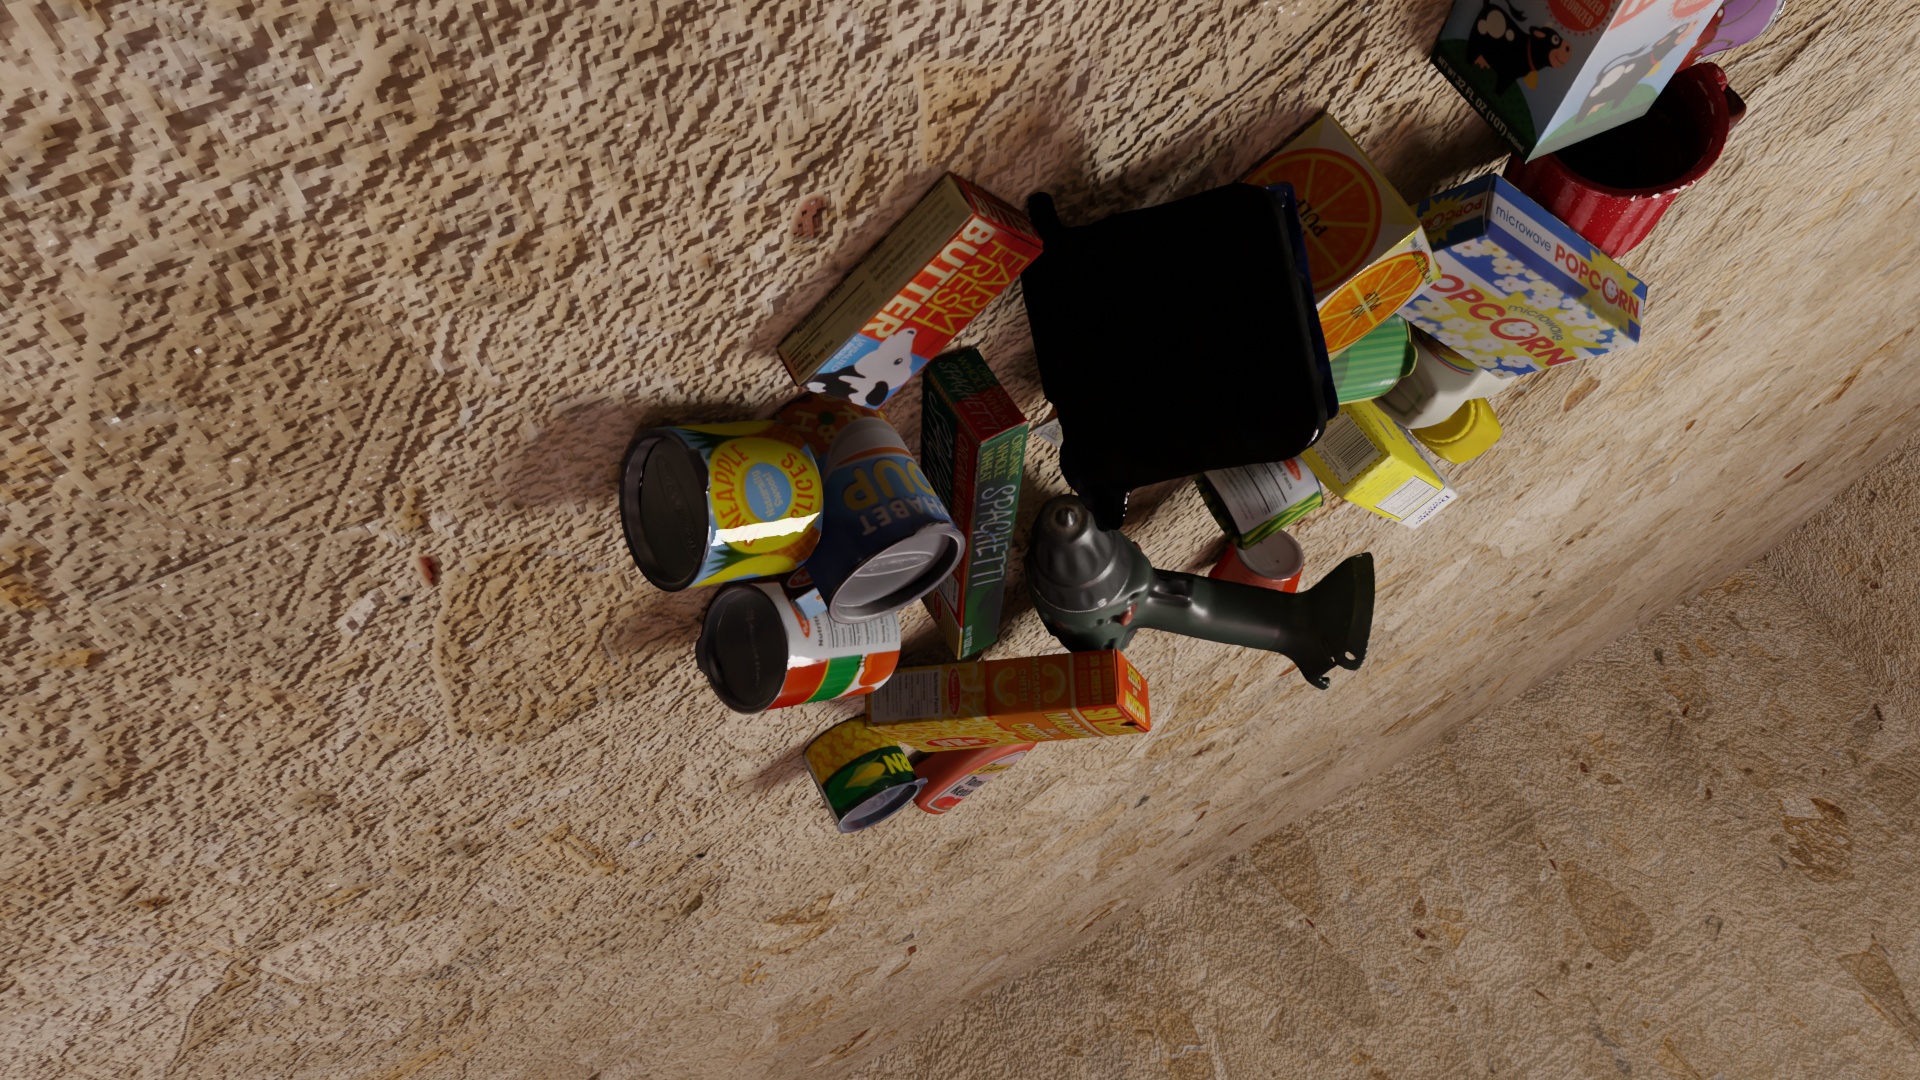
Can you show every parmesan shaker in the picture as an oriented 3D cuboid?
[{"bbox_3d":[0.182,-0.100,0.735,0.103,0.071,0.071,-12,150,-37],"label":"parmesan shaker"}]

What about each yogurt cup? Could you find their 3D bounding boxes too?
[{"bbox_3d":[0.227,0.025,1.057,0.072,0.072,0.053,-20,146,-25],"label":"yogurt cup"}]

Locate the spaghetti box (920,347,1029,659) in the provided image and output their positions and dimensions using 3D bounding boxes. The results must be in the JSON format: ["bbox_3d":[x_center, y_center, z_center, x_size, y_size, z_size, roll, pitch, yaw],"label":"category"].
[{"bbox_3d":[0.003,-0.009,0.726,0.029,0.050,0.248,-27,157,-15],"label":"spaghetti box"}]

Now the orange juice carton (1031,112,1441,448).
[{"bbox_3d":[0.122,-0.101,0.657,0.192,0.073,0.072,-37,157,15],"label":"orange juice carton"}]

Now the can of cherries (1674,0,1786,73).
[{"bbox_3d":[0.321,-0.242,0.621,0.058,0.071,0.071,-25,156,-14],"label":"can of cherries"}]

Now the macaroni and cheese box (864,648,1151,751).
[{"bbox_3d":[0.035,0.110,0.928,0.166,0.040,0.123,-7,163,15],"label":"macaroni and cheese box"}]

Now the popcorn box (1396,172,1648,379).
[{"bbox_3d":[0.277,-0.133,0.716,0.126,0.038,0.085,24,161,-27],"label":"popcorn box"}]

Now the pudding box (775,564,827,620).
[{"bbox_3d":[-0.053,-0.005,0.667,0.084,0.050,0.030,-29,155,-7],"label":"pudding box"}]

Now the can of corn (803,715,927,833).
[{"bbox_3d":[-0.067,0.162,0.975,0.071,0.058,0.071,-26,156,-12],"label":"can of corn"}]

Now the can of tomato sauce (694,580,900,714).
[{"bbox_3d":[-0.084,0.054,0.726,0.083,0.071,0.071,-3,144,-50],"label":"can of tomato sauce"}]

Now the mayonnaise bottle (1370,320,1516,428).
[{"bbox_3d":[0.293,-0.109,0.804,0.149,0.065,0.041,-20,152,-34],"label":"mayonnaise bottle"}]

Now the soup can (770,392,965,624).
[{"bbox_3d":[-0.045,-0.018,0.606,0.071,0.084,0.071,-26,157,-12],"label":"soup can"}]

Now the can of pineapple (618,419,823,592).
[{"bbox_3d":[-0.096,-0.016,0.567,0.058,0.071,0.070,-10,149,-43],"label":"can of pineapple"}]

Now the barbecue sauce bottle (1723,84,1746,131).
[{"bbox_3d":[0.383,-0.203,0.812,0.065,0.044,0.147,-16,153,-31],"label":"barbecue sauce bottle"}]

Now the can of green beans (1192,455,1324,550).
[{"bbox_3d":[0.187,-0.035,0.880,0.058,0.071,0.071,-30,157,-1],"label":"can of green beans"}]

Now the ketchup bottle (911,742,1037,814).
[{"bbox_3d":[0.026,0.162,1.110,0.148,0.043,0.064,-38,156,13],"label":"ketchup bottle"}]

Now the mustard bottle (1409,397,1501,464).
[{"bbox_3d":[0.324,-0.085,0.925,0.048,0.065,0.160,-37,167,22],"label":"mustard bottle"}]

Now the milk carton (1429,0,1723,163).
[{"bbox_3d":[0.264,-0.246,0.539,0.073,0.072,0.189,-24,156,-16],"label":"milk carton"}]

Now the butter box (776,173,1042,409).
[{"bbox_3d":[-0.020,-0.096,0.554,0.103,0.024,0.053,-41,154,22],"label":"butter box"}]
